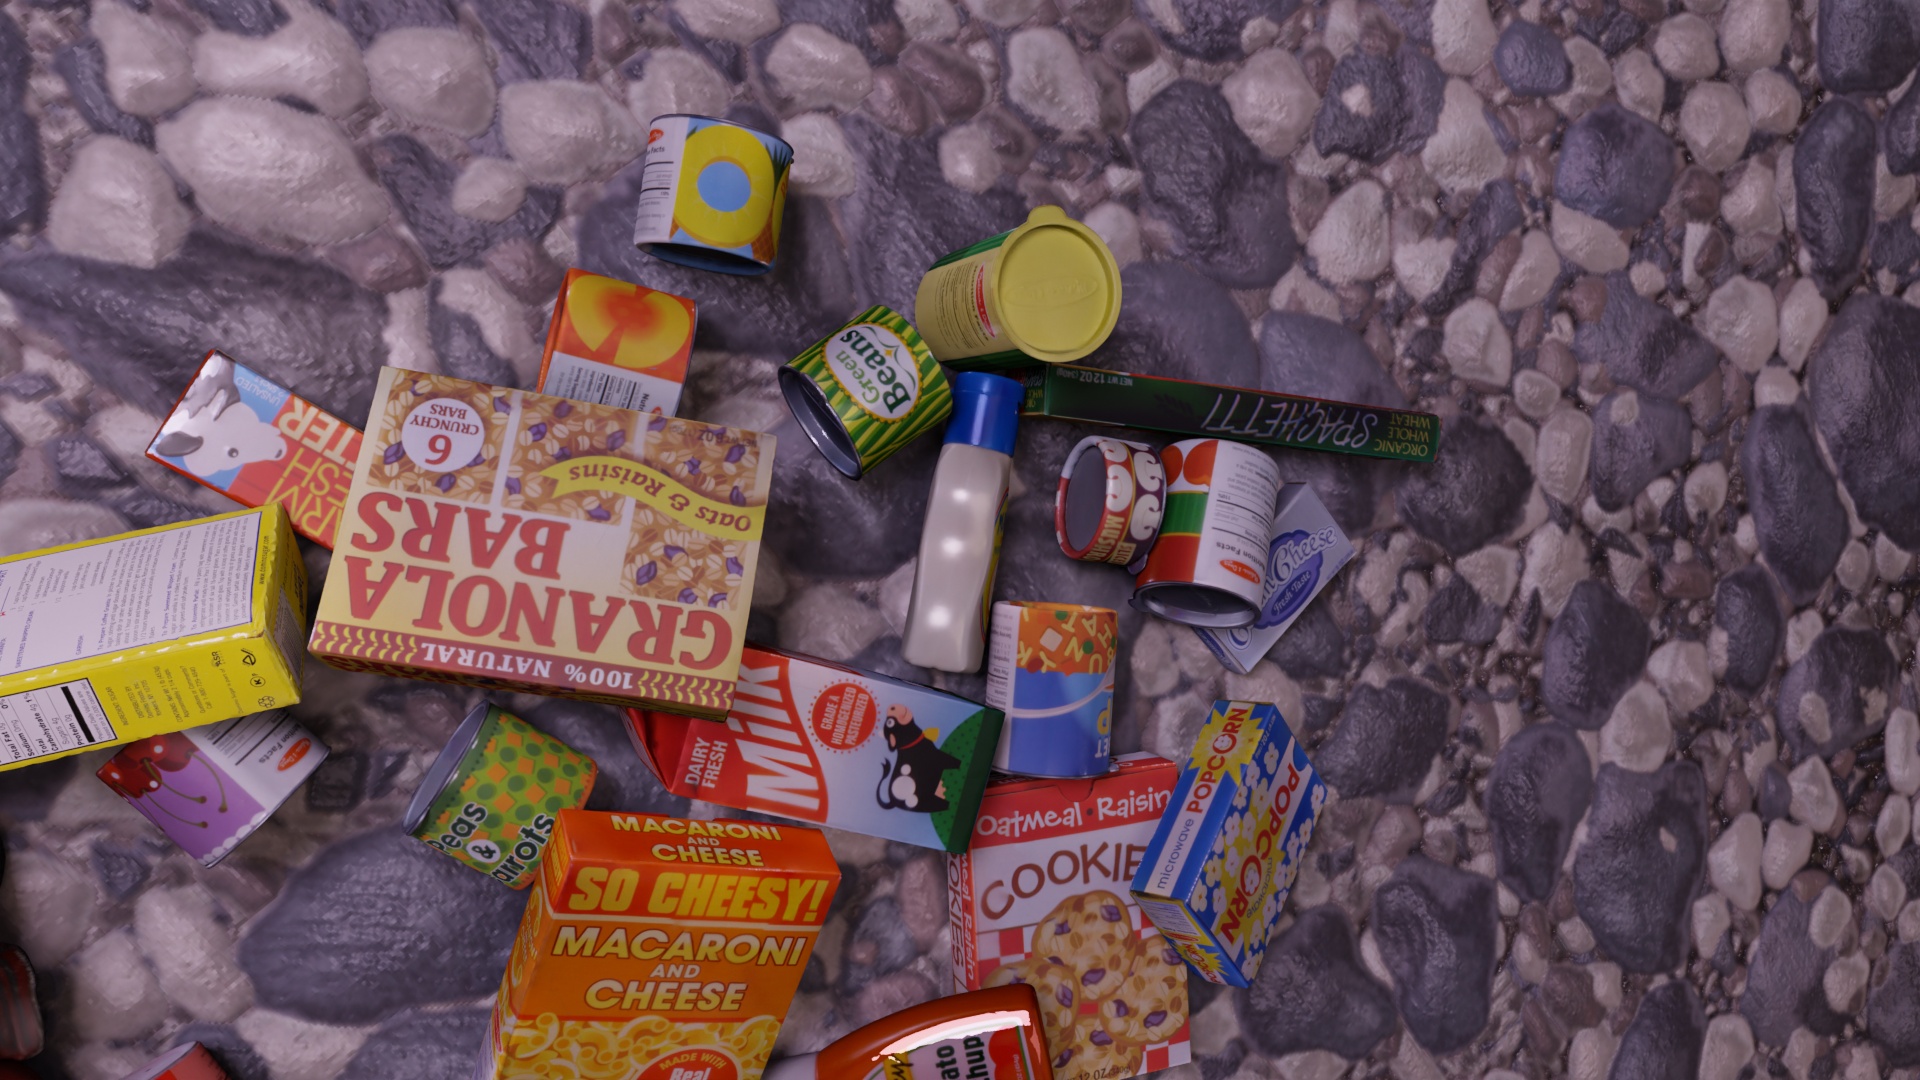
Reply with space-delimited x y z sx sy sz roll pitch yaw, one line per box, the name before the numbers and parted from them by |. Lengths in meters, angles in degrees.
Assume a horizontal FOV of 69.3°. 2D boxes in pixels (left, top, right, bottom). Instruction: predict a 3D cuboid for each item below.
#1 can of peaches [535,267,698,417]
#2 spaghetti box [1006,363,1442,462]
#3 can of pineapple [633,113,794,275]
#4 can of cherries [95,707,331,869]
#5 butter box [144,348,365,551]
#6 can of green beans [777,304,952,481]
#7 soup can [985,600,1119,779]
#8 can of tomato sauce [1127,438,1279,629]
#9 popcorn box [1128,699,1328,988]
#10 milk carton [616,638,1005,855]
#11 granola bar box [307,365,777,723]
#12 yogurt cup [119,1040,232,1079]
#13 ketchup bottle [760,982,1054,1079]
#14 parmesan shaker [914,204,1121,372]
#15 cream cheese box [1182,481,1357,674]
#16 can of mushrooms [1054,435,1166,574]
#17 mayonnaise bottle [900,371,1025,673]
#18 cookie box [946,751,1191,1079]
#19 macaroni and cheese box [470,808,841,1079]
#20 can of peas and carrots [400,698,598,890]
can of peaches | -0.156 -0.086 0.629 0.058 0.071 0.071 12 88 -21
spaghetti box | 0.148 -0.068 0.757 0.250 0.050 0.028 5 93 -22
can of pineapple | -0.112 -0.158 0.641 0.071 0.071 0.058 9 90 -22
can of cherries | -0.310 0.093 0.575 0.071 0.071 0.058 -46 107 -13
butter box | -0.287 -0.033 0.600 0.103 0.024 0.053 32 80 -20
can of green beans | -0.046 -0.072 0.671 0.058 0.071 0.071 -37 105 -16
soup can | 0.049 0.075 0.715 0.071 0.071 0.083 4 91 -22
can of tomato sauce | 0.129 -0.003 0.735 0.071 0.071 0.083 21 68 -21
popcorn box | 0.145 0.160 0.741 0.085 0.038 0.127 54 54 -32
milk carton | -0.084 0.089 0.660 0.191 0.072 0.073 17 86 -21
granola bar box | -0.170 0.003 0.587 0.166 0.039 0.124 10 73 -10
yogurt cup | -0.330 0.247 0.576 0.072 0.072 0.054 -29 95 -18
ketchup bottle | -0.030 0.262 0.681 0.149 0.043 0.064 -11 95 2
parmesan shaker | 0.025 -0.120 0.677 0.071 0.103 0.071 -1 94 -22
cream cheese box | 0.173 0.021 0.784 0.104 0.024 0.053 -45 106 -14
can of mushrooms | 0.077 -0.018 0.721 0.033 0.071 0.071 8 90 -21
mayonnaise bottle | 0.002 -0.009 0.696 0.041 0.064 0.148 10 86 5
cookie box | 0.058 0.204 0.738 0.123 0.040 0.167 -5 94 -21
macaroni and cheese box | -0.140 0.201 0.623 0.124 0.040 0.165 11 111 -29
can of peas and carrots | -0.204 0.114 0.615 0.058 0.071 0.071 35 80 -20
